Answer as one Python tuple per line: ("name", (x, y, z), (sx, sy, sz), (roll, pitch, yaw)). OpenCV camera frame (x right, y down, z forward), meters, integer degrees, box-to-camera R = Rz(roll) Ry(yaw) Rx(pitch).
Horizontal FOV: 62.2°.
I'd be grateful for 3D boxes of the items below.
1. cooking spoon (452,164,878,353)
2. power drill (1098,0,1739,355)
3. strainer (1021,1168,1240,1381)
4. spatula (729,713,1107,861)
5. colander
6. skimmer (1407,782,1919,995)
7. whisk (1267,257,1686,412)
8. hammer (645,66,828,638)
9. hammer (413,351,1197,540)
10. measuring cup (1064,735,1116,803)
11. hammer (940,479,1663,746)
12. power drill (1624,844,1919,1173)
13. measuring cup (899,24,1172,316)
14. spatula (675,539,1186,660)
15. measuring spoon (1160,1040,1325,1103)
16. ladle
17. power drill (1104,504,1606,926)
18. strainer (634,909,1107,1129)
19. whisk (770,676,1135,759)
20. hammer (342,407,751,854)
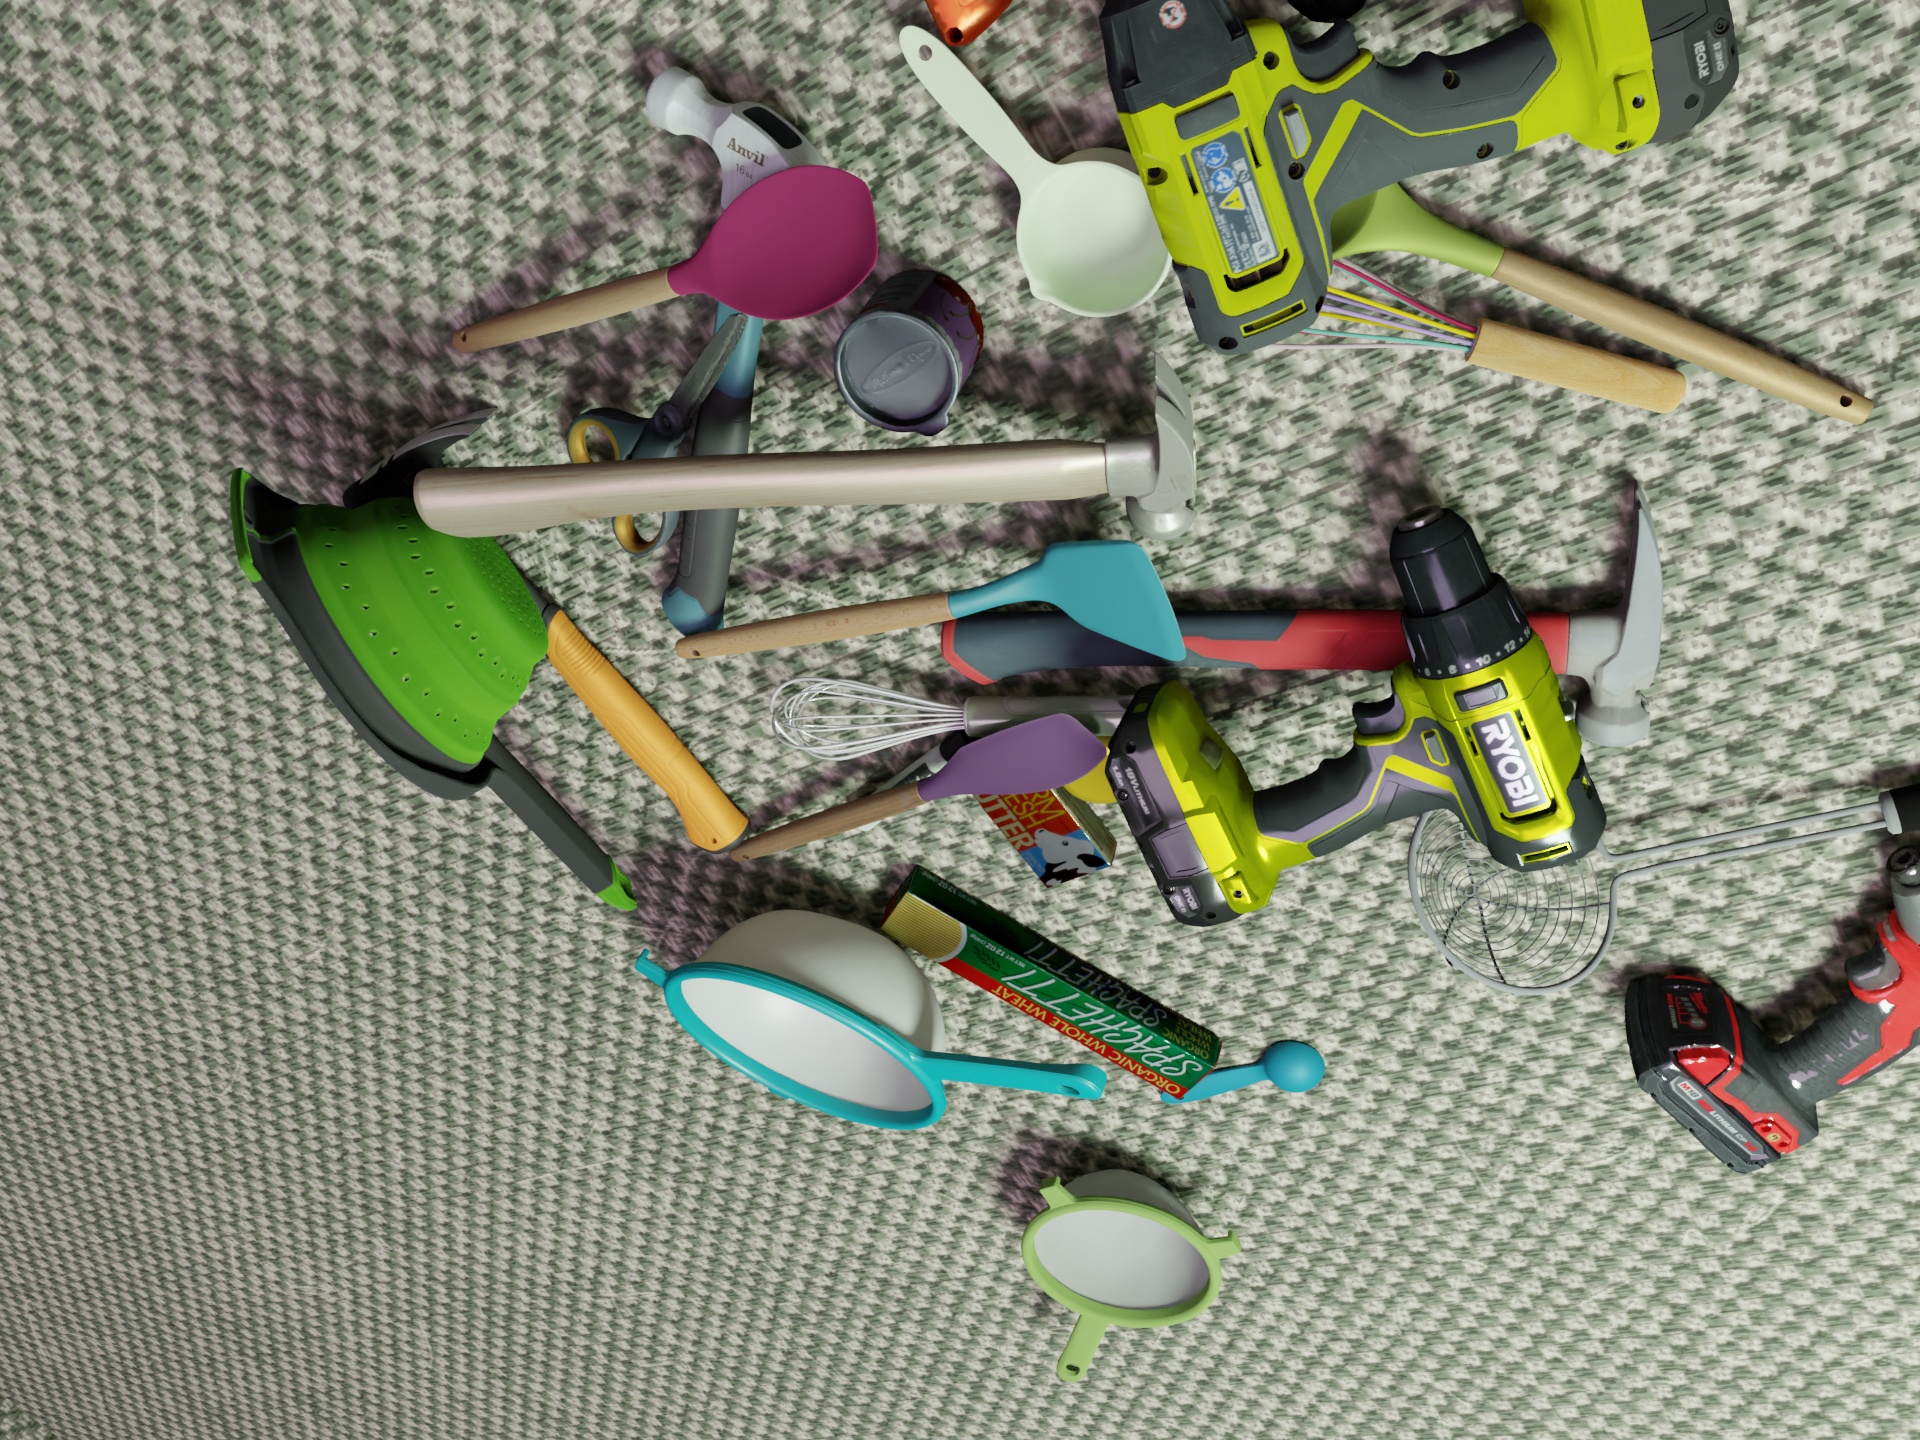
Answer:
("cooking spoon", (-0.164, -0.224, 0.824), (0.319, 0.017, 0.068), (-2, 98, 37))
("power drill", (0.174, -0.268, 0.633), (0.223, 0.080, 0.171), (-22, 115, 7))
("strainer", (0.116, 0.429, 1.245), (0.151, 0.069, 0.256), (16, 130, 3))
("spatula", (-0.039, 0.052, 1.006), (0.316, 0.018, 0.059), (-20, 132, 38))
("colander", (-0.276, -0.013, 0.978), (0.094, 0.205, 0.396), (-31, 135, 0))
("skimmer", (0.425, 0.059, 0.840), (0.363, 0.127, 0.090), (-15, 162, 23))
("whisk", (0.223, -0.188, 0.759), (0.245, 0.051, 0.047), (15, 151, 2))
("hammer", (-0.130, -0.175, 0.877), (0.128, 0.033, 0.330), (33, 135, 16))
("hammer", (-0.086, -0.128, 0.816), (0.410, 0.038, 0.146), (-2, 164, 8))
("measuring cup", (0.119, 0.059, 0.983), (0.156, 0.029, 0.062), (44, 127, -13))
("hammer", (0.174, -0.058, 0.872), (0.386, 0.038, 0.143), (2, 125, 18))
("power drill", (0.502, 0.160, 0.905), (0.143, 0.079, 0.219), (41, 125, -14))
("measuring cup", (0.036, -0.268, 0.758), (0.167, 0.038, 0.083), (44, 127, -14))
("spatula", (-0.031, -0.056, 0.899), (0.317, 0.044, 0.082), (-7, 132, 24))
("measuring spoon", (0.195, 0.257, 1.115), (0.128, 0.021, 0.042), (-24, 116, 30))
("ladle", (0.271, -0.199, 0.720), (0.320, 0.062, 0.078), (22, 98, -2))
("power drill", (0.198, 0.006, 0.835), (0.228, 0.080, 0.190), (-20, 105, 26))
("strainer", (-0.041, 0.193, 1.073), (0.340, 0.095, 0.210), (-1, 140, 35))
("whisk", (-0.002, -0.003, 0.963), (0.246, 0.058, 0.059), (-1, 126, 17))
("hammer", (-0.243, -0.043, 1.028), (0.127, 0.034, 0.336), (-22, 117, 32))
